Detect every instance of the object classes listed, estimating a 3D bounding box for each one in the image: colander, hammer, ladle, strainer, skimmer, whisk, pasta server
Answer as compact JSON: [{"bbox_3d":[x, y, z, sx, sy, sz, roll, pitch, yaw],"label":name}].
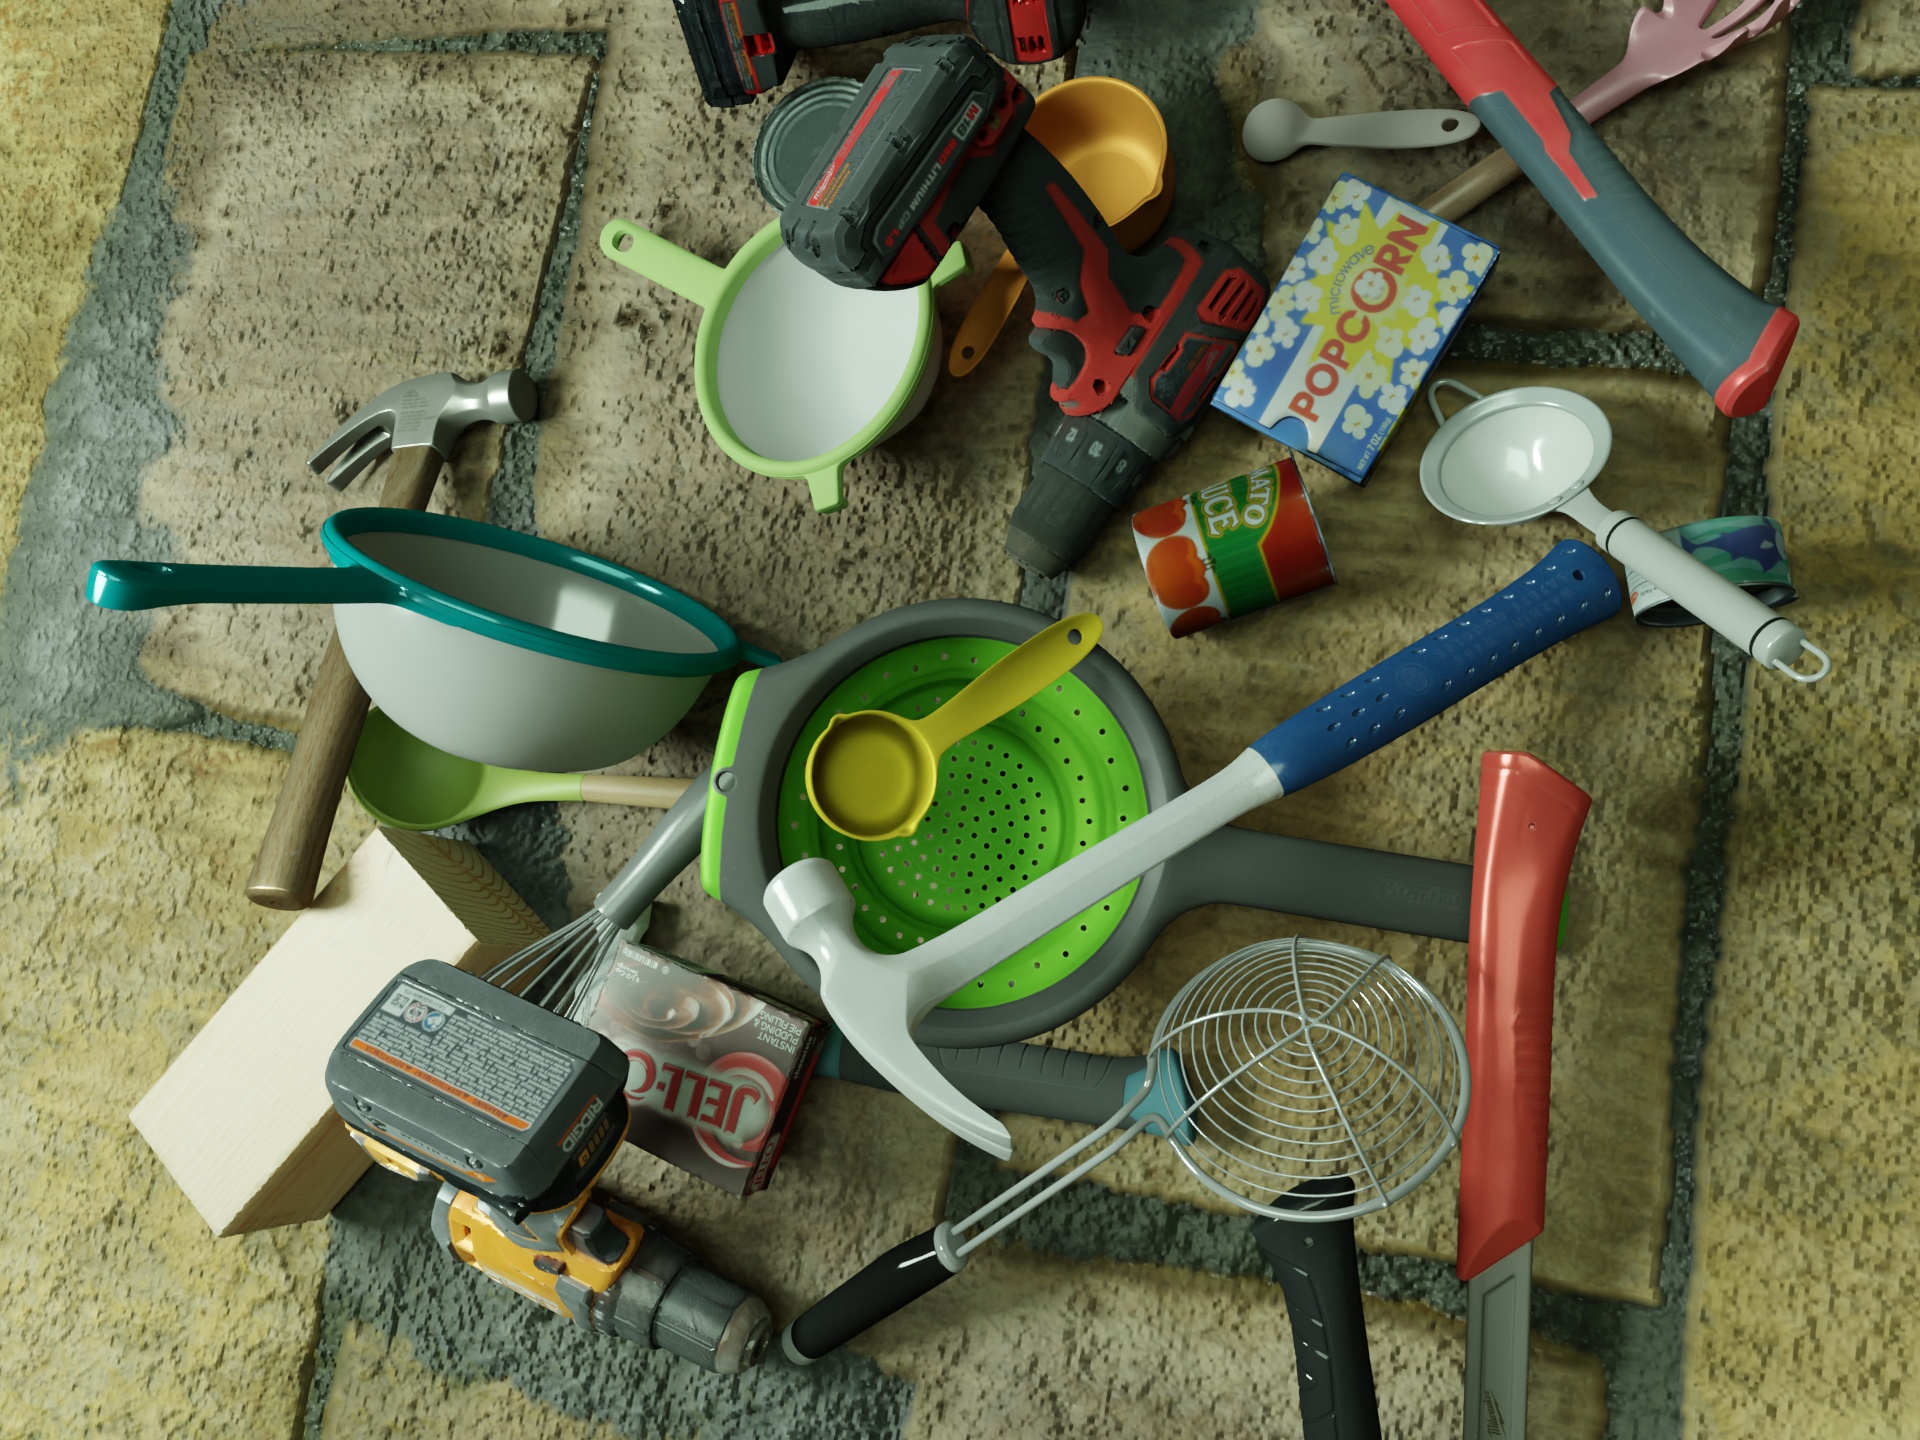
[{"bbox_3d":[0.081,0.062,0.763,0.397,0.094,0.204,9,85,0],"label":"colander"},{"bbox_3d":[-0.045,0.167,0.801,0.331,0.033,0.128,4,81,17],"label":"hammer"},{"bbox_3d":[-0.181,0.032,0.855,0.320,0.062,0.078,3,61,14],"label":"ladle"},{"bbox_3d":[0.126,0.033,0.685,0.405,0.035,0.144,-29,65,-15],"label":"hammer"},{"bbox_3d":[0.283,-0.083,0.695,0.087,0.050,0.259,-34,37,4],"label":"strainer"},{"bbox_3d":[-0.332,-0.054,0.881,0.130,0.031,0.332,-3,62,19],"label":"hammer"},{"bbox_3d":[0.057,0.218,0.715,0.363,0.090,0.127,-42,39,31],"label":"skimmer"},{"bbox_3d":[0.226,0.193,0.691,0.149,0.036,0.359,2,89,17],"label":"hammer"},{"bbox_3d":[-0.255,-0.027,0.753,0.211,0.340,0.095,26,105,25],"label":"strainer"},{"bbox_3d":[-0.180,0.096,0.815,0.055,0.055,0.239,42,89,19],"label":"whisk"},{"bbox_3d":[0.274,-0.283,0.782,0.316,0.040,0.060,-34,61,10],"label":"pasta server"},{"bbox_3d":[0.174,0.358,0.666,0.146,0.035,0.335,-8,90,17],"label":"hammer"},{"bbox_3d":[0.249,-0.286,0.754,0.143,0.038,0.387,-29,63,9],"label":"hammer"},{"bbox_3d":[-0.101,-0.219,0.876,0.257,0.069,0.151,33,98,32],"label":"strainer"}]

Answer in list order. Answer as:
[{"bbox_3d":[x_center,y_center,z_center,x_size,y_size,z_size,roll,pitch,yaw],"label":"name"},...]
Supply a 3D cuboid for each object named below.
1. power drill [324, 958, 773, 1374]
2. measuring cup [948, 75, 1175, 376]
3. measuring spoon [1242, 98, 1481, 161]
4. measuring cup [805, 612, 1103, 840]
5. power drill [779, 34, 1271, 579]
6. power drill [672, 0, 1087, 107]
[{"bbox_3d":[-0.182,0.224,0.744,0.185,0.226,0.084,19,52,19],"label":"power drill"},{"bbox_3d":[0.048,-0.249,0.838,0.095,0.052,0.173,32,92,19],"label":"measuring cup"},{"bbox_3d":[0.200,-0.303,0.806,0.124,0.018,0.034,11,80,30],"label":"measuring spoon"},{"bbox_3d":[-0.001,-0.002,0.712,0.156,0.029,0.062,-34,95,-15],"label":"measuring cup"},{"bbox_3d":[0.026,-0.189,0.759,0.188,0.226,0.080,-56,32,5],"label":"power drill"},{"bbox_3d":[-0.036,-0.407,0.865,0.219,0.078,0.143,-1,51,12],"label":"power drill"}]
